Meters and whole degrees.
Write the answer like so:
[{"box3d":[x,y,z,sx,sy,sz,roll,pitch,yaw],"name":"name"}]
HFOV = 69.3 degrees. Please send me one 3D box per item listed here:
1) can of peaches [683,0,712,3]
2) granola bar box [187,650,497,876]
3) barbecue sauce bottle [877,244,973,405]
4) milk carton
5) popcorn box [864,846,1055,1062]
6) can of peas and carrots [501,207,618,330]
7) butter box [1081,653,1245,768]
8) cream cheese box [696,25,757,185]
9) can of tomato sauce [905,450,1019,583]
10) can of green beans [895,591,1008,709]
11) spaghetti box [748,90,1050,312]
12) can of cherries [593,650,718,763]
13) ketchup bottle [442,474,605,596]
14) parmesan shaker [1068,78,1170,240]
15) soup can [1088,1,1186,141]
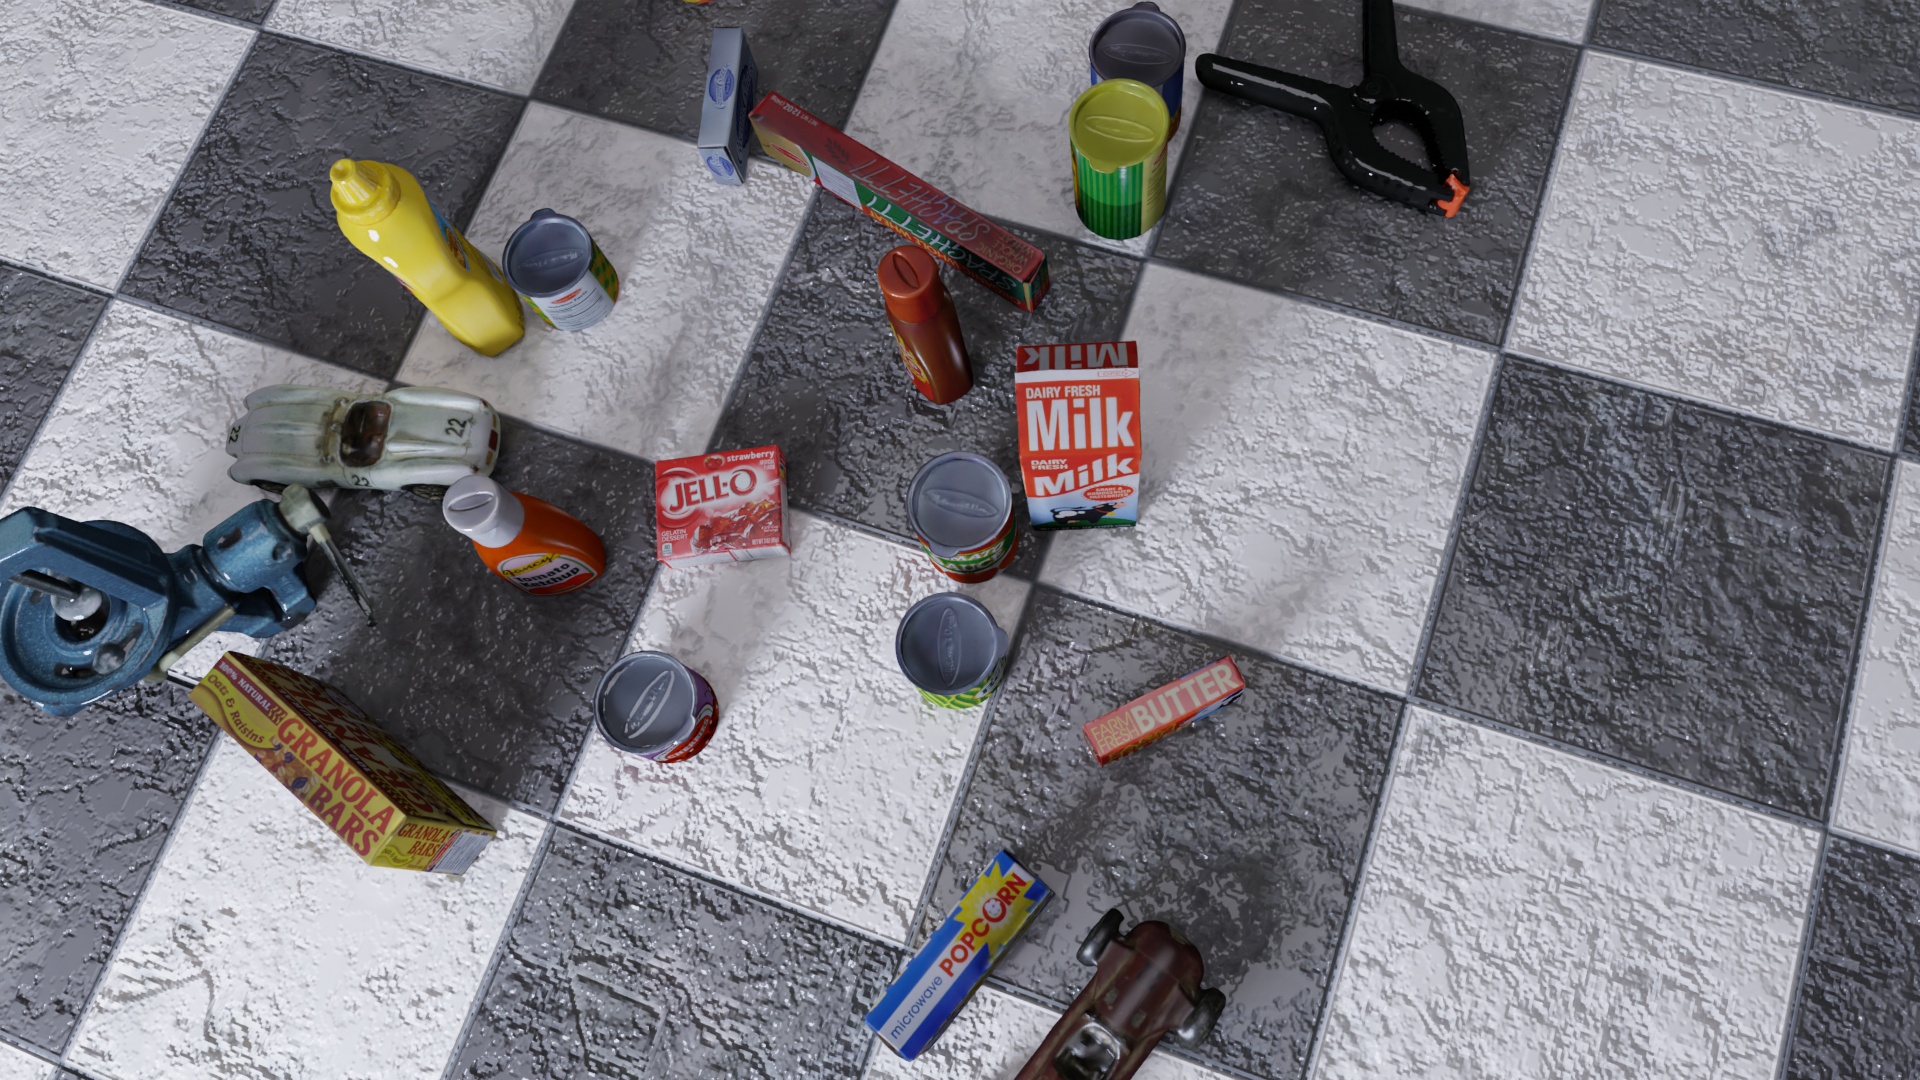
[{"box3d":[-0.205,-0.461,1.077,0.071,0.058,0.071,-2,73,6],"name":"can of peaches"},{"box3d":[-0.385,0.142,0.877,0.166,0.124,0.039,36,81,15],"name":"granola bar box"},{"box3d":[-0.024,-0.143,0.911,0.044,0.148,0.065,-30,73,-3],"name":"barbecue sauce bottle"},{"box3d":[0.074,-0.068,0.855,0.072,0.190,0.073,-3,73,6],"name":"milk carton"},{"box3d":[0.002,0.244,0.823,0.038,0.085,0.127,38,81,15],"name":"popcorn box"},{"box3d":[-0.288,-0.195,1.004,0.071,0.058,0.071,-2,73,6],"name":"can of peas and carrots"},{"box3d":[0.127,0.107,0.868,0.103,0.053,0.024,-26,72,-2],"name":"butter box"},{"box3d":[-0.172,-0.323,1.033,0.024,0.053,0.104,2,73,7],"name":"cream cheese box"},{"box3d":[0.003,-0.011,0.902,0.071,0.083,0.071,-2,73,6],"name":"can of tomato sauce"},{"box3d":[-0.005,0.072,0.891,0.071,0.057,0.071,-2,73,6],"name":"can of green beans"},{"box3d":[-0.044,-0.243,0.996,0.250,0.050,0.029,34,80,15],"name":"spaghetti box"},{"box3d":[-0.194,0.111,0.900,0.071,0.058,0.071,-2,73,6],"name":"can of cherries"},{"box3d":[-0.284,-0.003,0.897,0.065,0.148,0.043,-16,72,2],"name":"ketchup bottle"},{"box3d":[0.108,-0.257,0.955,0.071,0.103,0.071,-2,73,6],"name":"parmesan shaker"},{"box3d":[0.126,-0.326,0.985,0.071,0.083,0.071,-2,73,6],"name":"soup can"}]
